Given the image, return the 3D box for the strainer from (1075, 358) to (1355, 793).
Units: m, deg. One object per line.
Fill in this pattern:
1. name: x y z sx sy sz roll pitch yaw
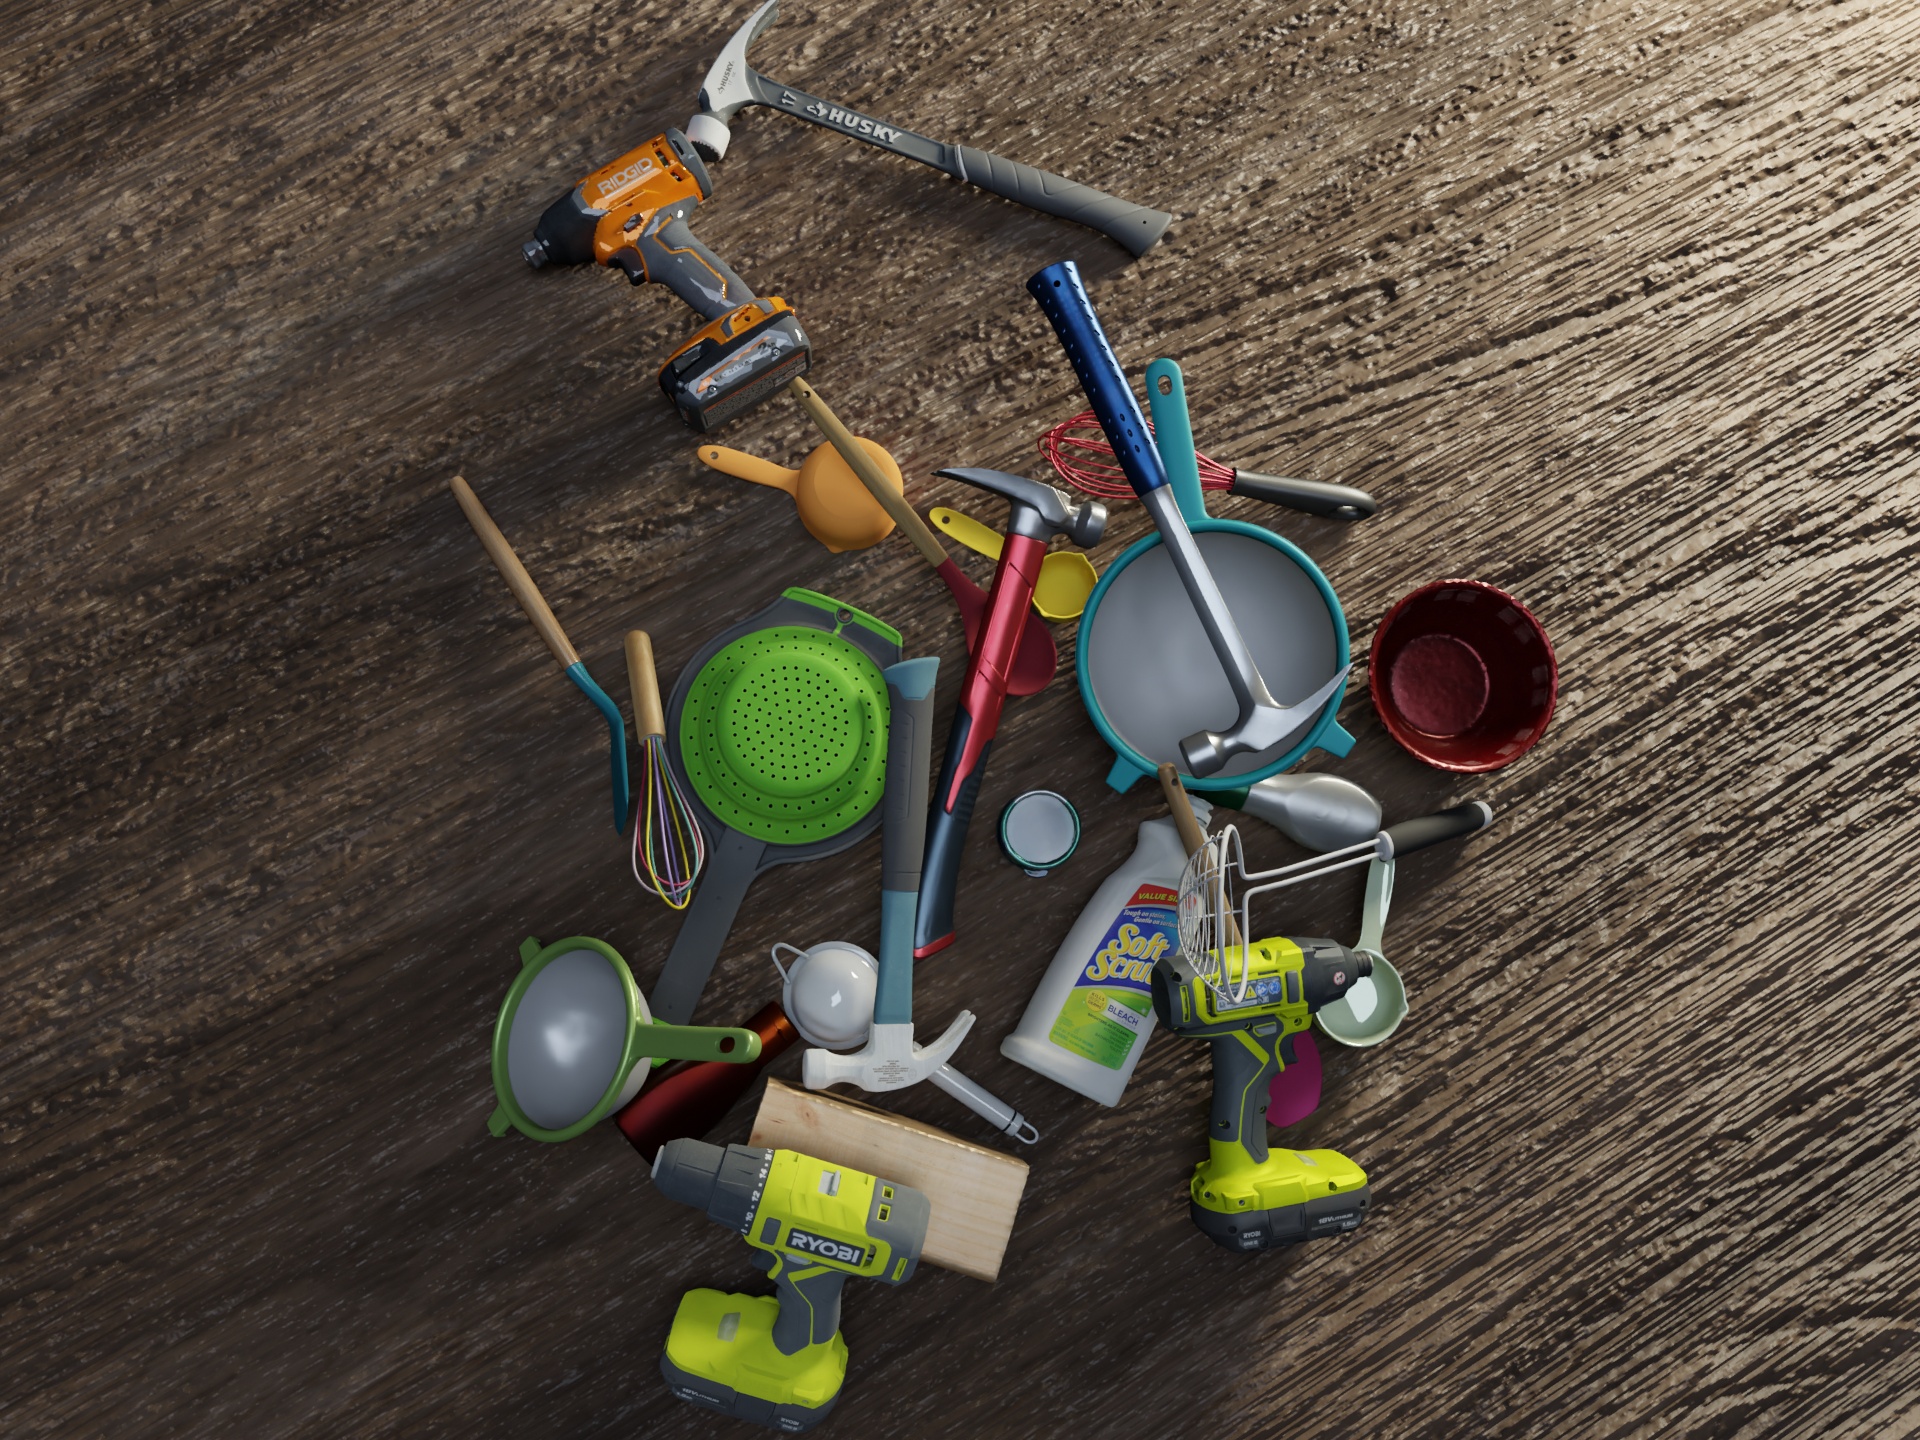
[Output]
1. strainer: 0.190 -0.115 1.276 0.211 0.095 0.340 -10 88 9

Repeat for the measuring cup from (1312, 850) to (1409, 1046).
1. measuring cup: 0.327 0.181 1.294 0.083 0.038 0.168 14 80 -4

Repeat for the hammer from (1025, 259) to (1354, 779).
1. hammer: 0.159 -0.168 1.215 0.144 0.035 0.405 -25 84 9

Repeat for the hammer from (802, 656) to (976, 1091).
1. hammer: -0.047 0.115 1.210 0.128 0.033 0.331 4 90 -13

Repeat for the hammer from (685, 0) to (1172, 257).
1. hammer: -0.017 -0.482 1.346 0.409 0.036 0.149 19 81 -3

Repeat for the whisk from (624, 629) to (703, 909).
1. whisk: -0.233 0.032 1.214 0.047 0.051 0.245 10 52 -36

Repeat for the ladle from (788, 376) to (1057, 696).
1. ladle: -0.032 -0.145 1.267 0.069 0.031 0.315 -43 105 -11

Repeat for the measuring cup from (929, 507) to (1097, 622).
1. measuring cup: 0.042 -0.132 1.317 0.156 0.029 0.062 31 80 11

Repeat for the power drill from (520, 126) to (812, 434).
1. power drill: -0.240 -0.349 1.286 0.164 0.084 0.226 -32 83 -8

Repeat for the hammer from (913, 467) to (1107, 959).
1. hammer: -0.002 -0.004 1.254 0.143 0.038 0.386 16 90 -15

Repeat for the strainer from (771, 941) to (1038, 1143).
1. strainer: -0.044 0.257 1.248 0.258 0.050 0.087 35 97 -4

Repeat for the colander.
1. colander: -0.164 0.082 1.229 0.204 0.094 0.397 23 81 -2

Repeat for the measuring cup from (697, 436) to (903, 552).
1. measuring cup: -0.130 -0.198 1.288 0.173 0.052 0.095 17 82 -5

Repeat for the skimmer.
1. skimmer: 0.301 0.114 1.206 0.363 0.090 0.127 -12 102 -32

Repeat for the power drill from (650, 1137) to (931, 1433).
1. power drill: -0.141 0.396 1.136 0.190 0.080 0.228 17 121 -3

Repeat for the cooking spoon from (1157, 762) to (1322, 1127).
1. cooking spoon: 0.216 0.179 1.256 0.069 0.017 0.318 -25 102 -12

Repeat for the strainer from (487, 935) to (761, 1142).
1. strainer: -0.235 0.238 1.171 0.256 0.069 0.151 -5 70 32

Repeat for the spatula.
1. spatula: -0.329 -0.059 1.254 0.044 0.082 0.317 -30 81 -24

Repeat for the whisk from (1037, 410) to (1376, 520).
1. whisk: 0.207 -0.203 1.321 0.295 0.073 0.073 10 82 -9

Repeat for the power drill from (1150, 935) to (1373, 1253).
1. power drill: 0.244 0.281 1.228 0.171 0.080 0.223 -7 96 -11
